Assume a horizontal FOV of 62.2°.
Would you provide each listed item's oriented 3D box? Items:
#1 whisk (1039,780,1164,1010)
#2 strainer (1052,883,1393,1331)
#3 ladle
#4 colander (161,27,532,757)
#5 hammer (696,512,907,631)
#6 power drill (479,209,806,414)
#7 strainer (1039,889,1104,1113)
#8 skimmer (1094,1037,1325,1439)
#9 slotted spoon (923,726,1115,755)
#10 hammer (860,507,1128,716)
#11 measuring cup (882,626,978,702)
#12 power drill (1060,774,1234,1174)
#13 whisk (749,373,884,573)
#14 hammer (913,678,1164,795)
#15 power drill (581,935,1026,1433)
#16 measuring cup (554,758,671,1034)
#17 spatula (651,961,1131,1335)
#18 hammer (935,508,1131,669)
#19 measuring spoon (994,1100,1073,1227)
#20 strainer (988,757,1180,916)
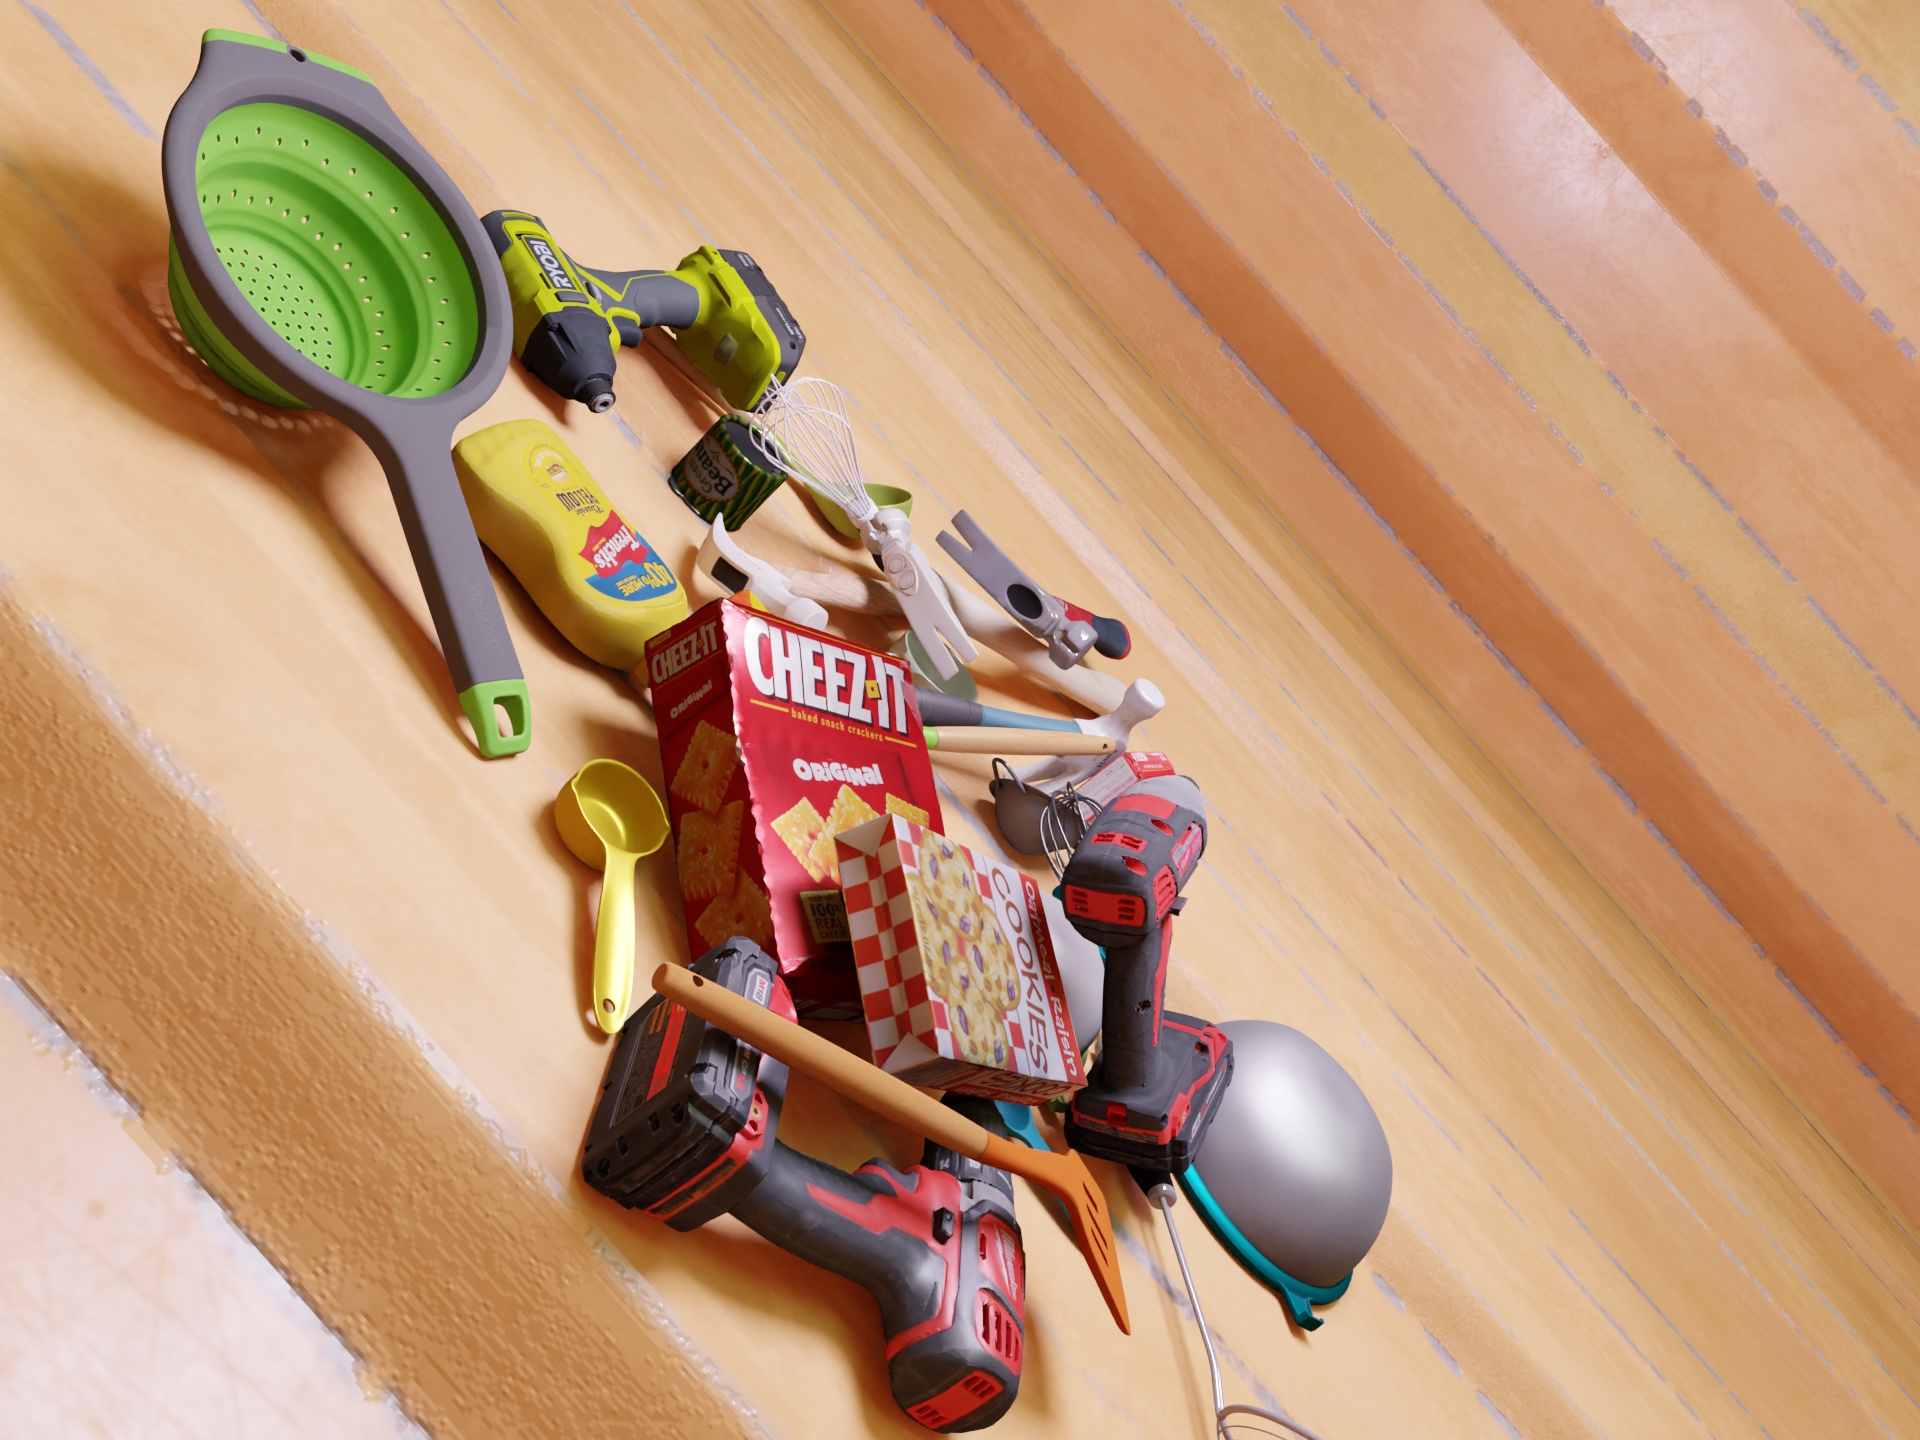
[{"bbox_3d":[0.108,0.151,1.077,0.055,0.055,0.239,11,54,-55],"label":"whisk"},{"bbox_3d":[0.195,0.234,1.113,0.340,0.095,0.211,54,24,10],"label":"strainer"},{"bbox_3d":[-0.171,-0.260,1.291,0.320,0.062,0.078,41,20,-10],"label":"ladle"},{"bbox_3d":[-0.323,-0.158,0.844,0.204,0.094,0.397,-11,80,-59],"label":"colander"},{"bbox_3d":[-0.085,-0.096,1.188,0.130,0.031,0.331,37,14,19],"label":"hammer"},{"bbox_3d":[-0.231,-0.289,1.171,0.223,0.080,0.171,-9,59,-47],"label":"power drill"},{"bbox_3d":[0.012,0.115,1.009,0.256,0.069,0.151,47,23,-8],"label":"strainer"},{"bbox_3d":[0.163,0.322,0.927,0.364,0.090,0.127,-107,180,-49],"label":"skimmer"},{"bbox_3d":[0.000,0.011,1.091,0.313,0.070,0.031,4,9,-43],"label":"slotted spoon"},{"bbox_3d":[0.061,-0.048,1.327,0.410,0.038,0.146,26,30,-57],"label":"hammer"},{"bbox_3d":[-0.050,-0.030,1.171,0.167,0.038,0.083,0,52,-58],"label":"measuring cup"},{"bbox_3d":[0.112,0.142,0.940,0.143,0.078,0.219,-45,137,-54],"label":"power drill"},{"bbox_3d":[-0.083,-0.173,1.199,0.070,0.070,0.284,61,4,26],"label":"whisk"},{"bbox_3d":[-0.002,-0.004,1.137,0.330,0.128,0.033,12,41,-42],"label":"hammer"},{"bbox_3d":[-0.054,0.203,0.751,0.226,0.080,0.188,43,23,-20],"label":"power drill"},{"bbox_3d":[-0.177,0.088,0.783,0.062,0.029,0.157,30,38,-36],"label":"measuring cup"},{"bbox_3d":[-0.016,0.189,0.726,0.322,0.041,0.081,36,27,-31],"label":"spatula"},{"bbox_3d":[0.084,-0.096,1.351,0.143,0.038,0.386,45,10,11],"label":"hammer"},{"bbox_3d":[0.043,0.259,0.915,0.128,0.021,0.042,59,23,2],"label":"measuring spoon"},{"bbox_3d":[0.097,0.104,1.215,0.087,0.050,0.258,9,-19,46],"label":"strainer"}]
